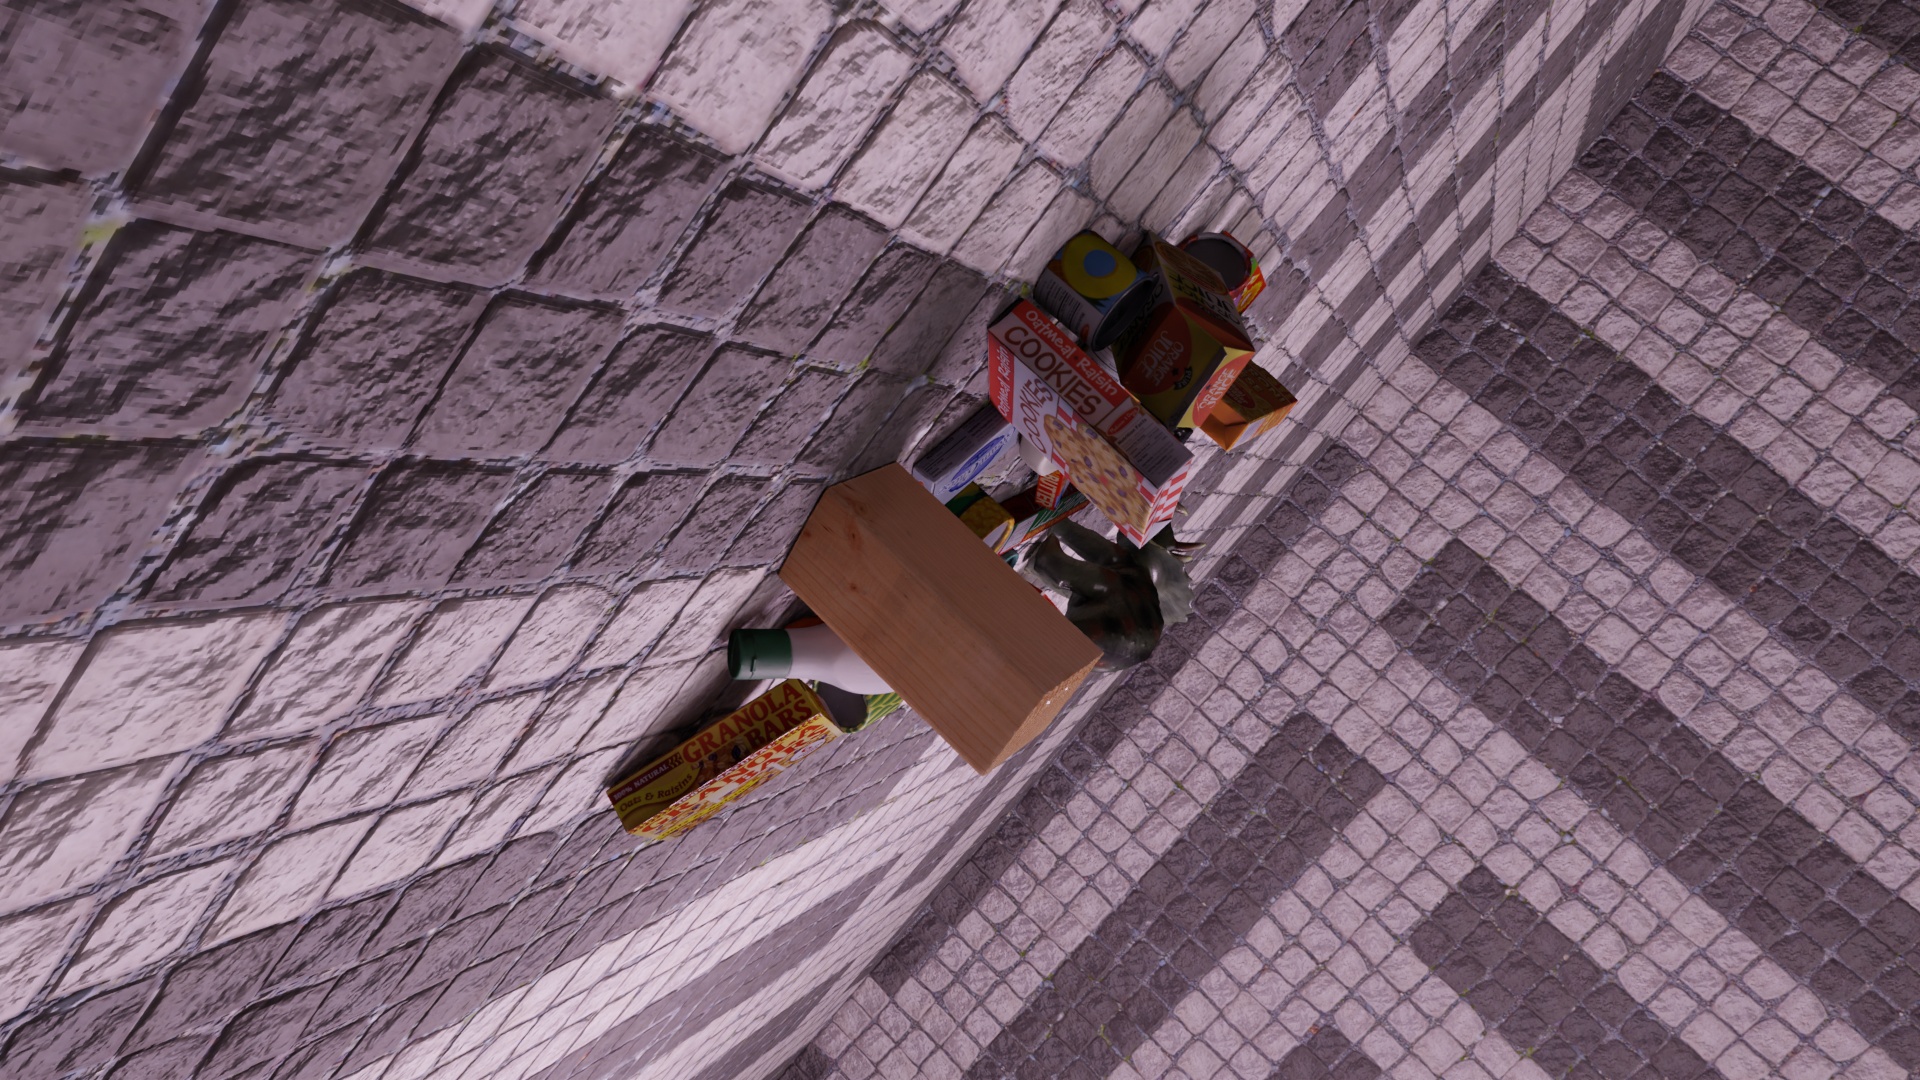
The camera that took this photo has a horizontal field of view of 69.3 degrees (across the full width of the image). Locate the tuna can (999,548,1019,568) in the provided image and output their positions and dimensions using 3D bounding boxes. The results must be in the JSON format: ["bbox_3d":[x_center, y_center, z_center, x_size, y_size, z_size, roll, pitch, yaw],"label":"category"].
[{"bbox_3d":[0.025,0.026,1.371,0.071,0.033,0.071,-44,166,-14],"label":"tuna can"}]

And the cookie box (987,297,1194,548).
[{"bbox_3d":[0.089,-0.083,1.002,0.040,0.168,0.122,-41,165,-12],"label":"cookie box"}]

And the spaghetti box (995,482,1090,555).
[{"bbox_3d":[0.071,-0.027,1.372,0.251,0.029,0.050,-28,156,-53],"label":"spaghetti box"}]

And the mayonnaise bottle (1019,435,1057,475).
[{"bbox_3d":[0.080,-0.106,1.165,0.065,0.041,0.147,-43,165,-12],"label":"mayonnaise bottle"}]

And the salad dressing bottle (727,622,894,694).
[{"bbox_3d":[-0.095,0.082,1.020,0.148,0.044,0.064,2,111,-26],"label":"salad dressing bottle"}]

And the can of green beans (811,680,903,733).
[{"bbox_3d":[-0.092,0.134,1.253,0.058,0.071,0.071,-24,153,-56],"label":"can of green beans"}]

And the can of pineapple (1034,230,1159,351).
[{"bbox_3d":[0.096,-0.179,0.988,0.071,0.058,0.070,-44,165,-14],"label":"can of pineapple"}]

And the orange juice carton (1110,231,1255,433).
[{"bbox_3d":[0.161,-0.151,1.030,0.071,0.073,0.193,-55,-161,27],"label":"orange juice carton"}]

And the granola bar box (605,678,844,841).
[{"bbox_3d":[-0.179,0.171,1.080,0.166,0.039,0.124,-32,165,-5],"label":"granola bar box"}]

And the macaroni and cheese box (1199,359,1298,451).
[{"bbox_3d":[0.258,-0.155,1.383,0.040,0.124,0.167,-54,164,29],"label":"macaroni and cheese box"}]

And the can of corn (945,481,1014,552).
[{"bbox_3d":[0.004,-0.014,1.154,0.071,0.058,0.071,-43,165,-14],"label":"can of corn"}]

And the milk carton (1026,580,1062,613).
[{"bbox_3d":[0.078,0.106,1.654,0.072,0.073,0.190,-45,165,-9],"label":"milk carton"}]

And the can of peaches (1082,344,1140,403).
[{"bbox_3d":[0.140,-0.157,1.156,0.071,0.071,0.057,-24,152,-57],"label":"can of peaches"}]

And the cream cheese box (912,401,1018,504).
[{"bbox_3d":[0.005,-0.067,1.086,0.104,0.024,0.053,-41,165,-24],"label":"cream cheese box"}]

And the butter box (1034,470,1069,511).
[{"bbox_3d":[0.094,-0.073,1.299,0.103,0.024,0.053,97,19,-67],"label":"butter box"}]

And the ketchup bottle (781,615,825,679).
[{"bbox_3d":[-0.096,0.078,1.131,0.064,0.043,0.149,-27,174,21],"label":"ketchup bottle"}]

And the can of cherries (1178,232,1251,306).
[{"bbox_3d":[0.210,-0.218,1.187,0.072,0.071,0.058,-41,164,-22],"label":"can of cherries"}]

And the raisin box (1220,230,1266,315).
[{"bbox_3d":[0.240,-0.231,1.301,0.086,0.040,0.123,-51,164,9],"label":"raisin box"}]
